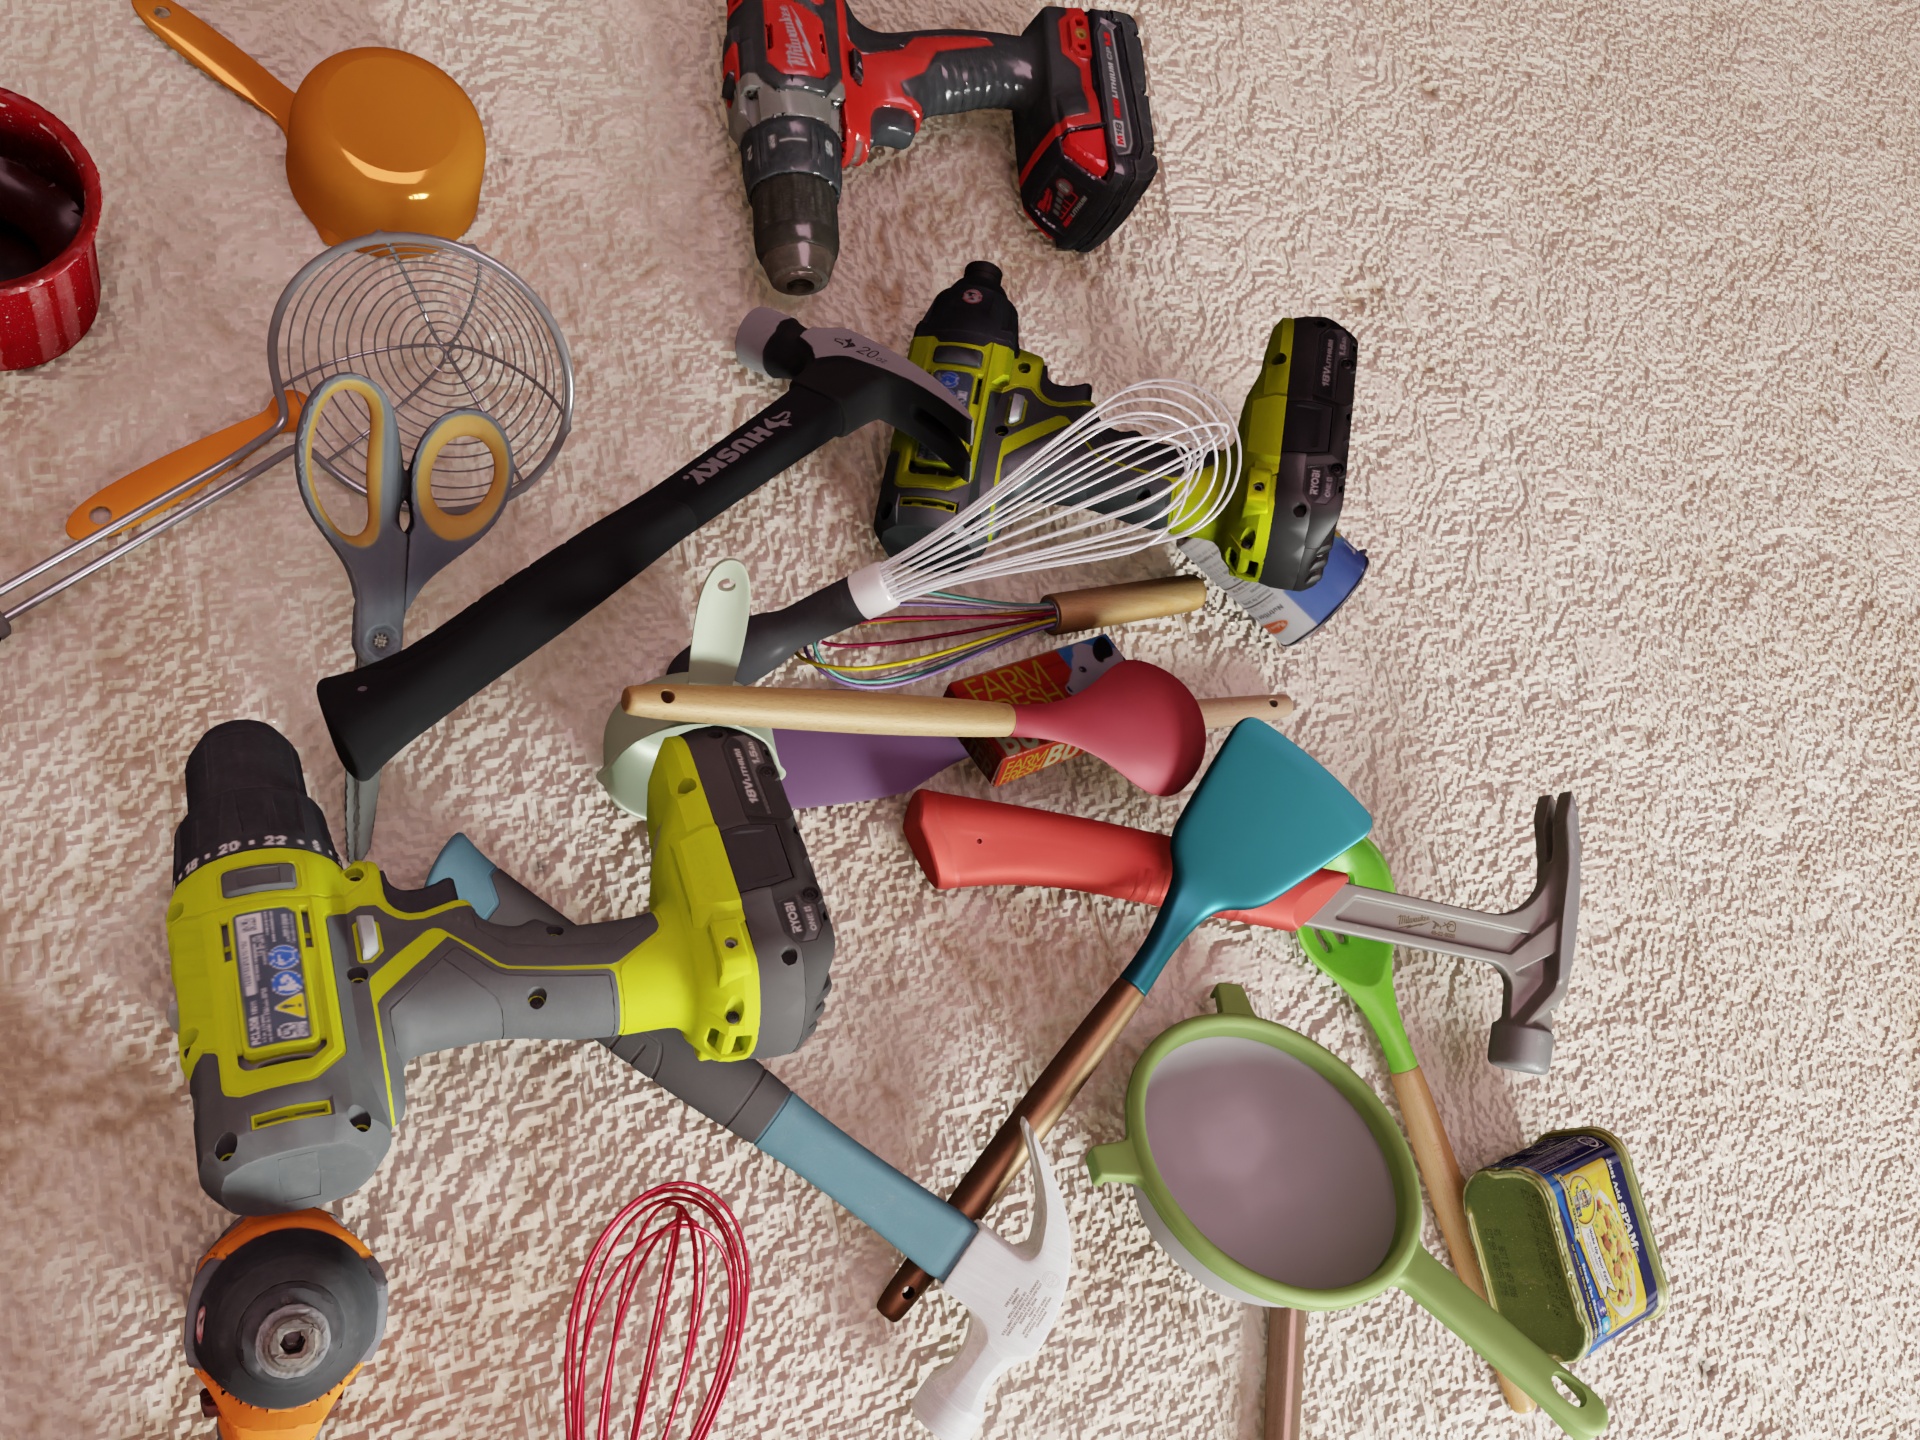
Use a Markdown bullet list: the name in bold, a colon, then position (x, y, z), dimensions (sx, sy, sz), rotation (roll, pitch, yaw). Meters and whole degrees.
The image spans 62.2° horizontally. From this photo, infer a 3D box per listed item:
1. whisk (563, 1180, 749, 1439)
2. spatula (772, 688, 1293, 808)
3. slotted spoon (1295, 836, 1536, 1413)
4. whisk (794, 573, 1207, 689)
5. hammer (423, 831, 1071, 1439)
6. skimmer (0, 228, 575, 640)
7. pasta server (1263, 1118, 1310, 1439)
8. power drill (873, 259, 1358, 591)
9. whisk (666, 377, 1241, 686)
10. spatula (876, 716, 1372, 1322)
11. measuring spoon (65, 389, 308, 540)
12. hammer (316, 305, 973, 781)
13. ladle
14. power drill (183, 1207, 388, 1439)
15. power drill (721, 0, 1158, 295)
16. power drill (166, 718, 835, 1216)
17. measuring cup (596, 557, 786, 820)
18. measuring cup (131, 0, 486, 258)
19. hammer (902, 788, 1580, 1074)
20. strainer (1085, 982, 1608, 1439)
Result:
- **whisk**: position (-0.138, 0.330, 0.618), dimensions (0.073, 0.073, 0.296), rotation (15, 76, -19)
- **spatula**: position (0.037, 0.004, 0.811), dimensions (0.315, 0.018, 0.060), rotation (-5, 69, -25)
- **slotted spoon**: position (0.241, 0.209, 0.837), dimensions (0.070, 0.031, 0.314), rotation (-16, 84, -26)
- **whisk**: position (0.026, -0.054, 0.812), dimensions (0.245, 0.047, 0.051), rotation (-11, 92, -31)
- **hammer**: position (-0.093, 0.163, 0.680), dimensions (0.331, 0.033, 0.128), rotation (37, 83, -4)
- **skimmer**: position (-0.323, -0.072, 0.631), dimensions (0.363, 0.090, 0.127), rotation (-40, 125, -26)
- **pasta server**: position (0.157, 0.350, 0.752), dimensions (0.060, 0.040, 0.316), rotation (20, 66, -31)
- **power drill**: position (0.080, -0.151, 0.805), dimensions (0.223, 0.080, 0.171), rotation (8, 68, 6)
- **whisk**: position (-0.011, -0.072, 0.710), dimensions (0.284, 0.070, 0.070), rotation (-23, 84, 14)
- **spatula**: position (0.065, 0.143, 0.730), dimensions (0.082, 0.044, 0.317), rotation (40, 78, -6)
- **measuring spoon**: position (-0.329, -0.111, 0.684), dimensions (0.117, 0.011, 0.021), rotation (-40, 93, -28)
- **hammer**: position (-0.131, -0.080, 0.682), dimensions (0.146, 0.035, 0.335), rotation (27, 49, 23)
- **ladle**: position (-0.001, -0.002, 0.704), dimensions (0.315, 0.031, 0.069), rotation (3, 71, -35)
- **power drill**: position (-0.234, 0.282, 0.527), dimensions (0.084, 0.164, 0.227), rotation (7, 74, -23)
- **power drill**: position (-0.014, -0.308, 0.849), dimensions (0.226, 0.080, 0.188), rotation (0, 75, -21)
- **power drill**: position (-0.180, 0.070, 0.611), dimensions (0.228, 0.080, 0.191), rotation (-7, 54, -24)
- **measuring cup**: position (-0.110, -0.019, 0.674), dimensions (0.083, 0.167, 0.038), rotation (0, 50, -18)
- **measuring cup**: position (-0.298, -0.289, 0.726), dimensions (0.173, 0.052, 0.095), rotation (34, 64, -14)
- **hammer**: position (0.149, 0.076, 0.802), dimensions (0.359, 0.036, 0.149), rotation (13, 78, -13)
- **strainer**: position (0.177, 0.251, 0.745), dimensions (0.256, 0.069, 0.151), rotation (39, 42, 12)
